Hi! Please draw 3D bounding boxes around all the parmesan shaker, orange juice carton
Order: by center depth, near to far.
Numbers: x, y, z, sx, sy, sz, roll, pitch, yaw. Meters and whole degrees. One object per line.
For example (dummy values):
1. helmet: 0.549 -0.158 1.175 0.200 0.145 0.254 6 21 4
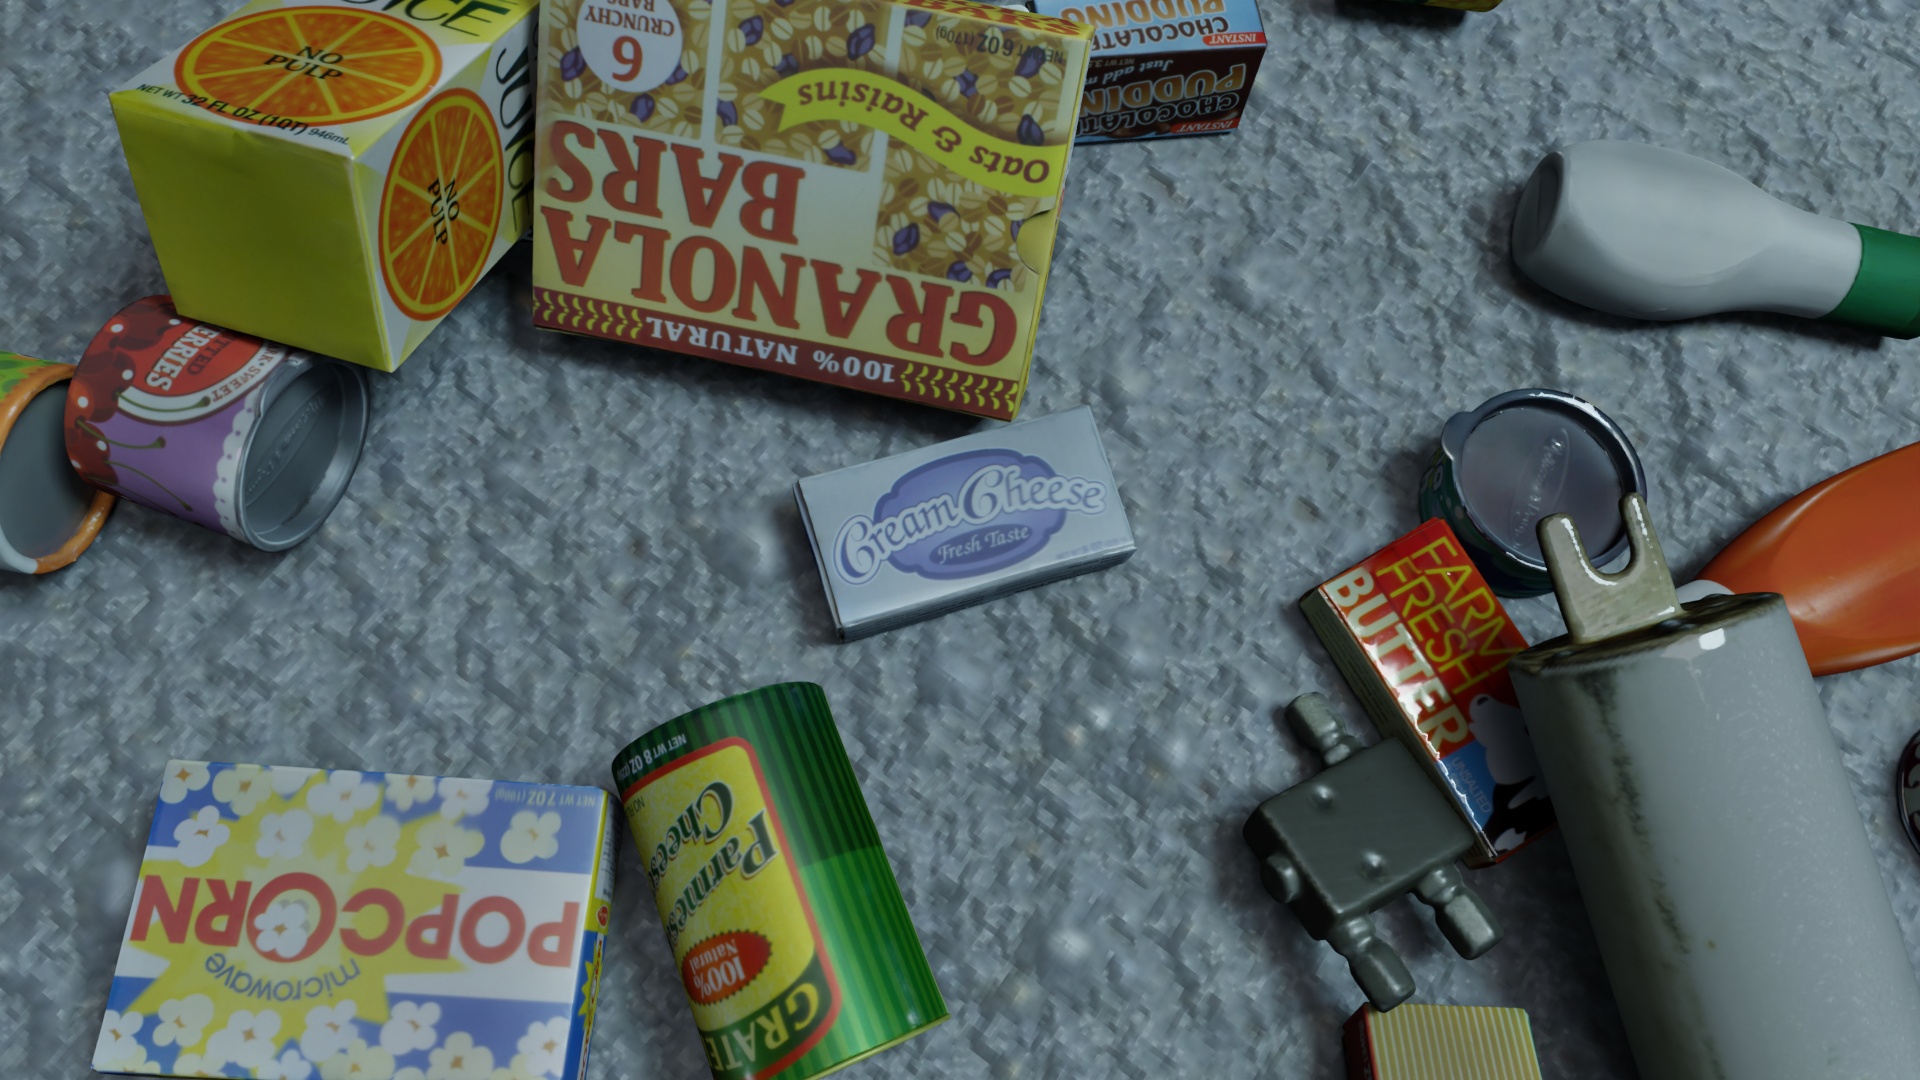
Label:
1. parmesan shaker: -0.055 0.101 0.398 0.071 0.071 0.103 -21 73 -11
2. orange juice carton: -0.170 -0.145 0.449 0.072 0.072 0.194 16 45 5

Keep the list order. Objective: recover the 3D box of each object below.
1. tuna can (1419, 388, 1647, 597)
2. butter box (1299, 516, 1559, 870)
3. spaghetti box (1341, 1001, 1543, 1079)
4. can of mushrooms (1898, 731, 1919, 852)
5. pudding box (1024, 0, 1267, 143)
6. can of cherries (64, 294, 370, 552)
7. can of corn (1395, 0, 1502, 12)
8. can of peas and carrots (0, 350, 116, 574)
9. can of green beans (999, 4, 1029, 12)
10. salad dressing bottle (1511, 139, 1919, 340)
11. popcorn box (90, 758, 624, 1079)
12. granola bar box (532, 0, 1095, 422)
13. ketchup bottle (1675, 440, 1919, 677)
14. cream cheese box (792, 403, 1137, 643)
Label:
1. tuna can: 0.191 -0.017 0.473 0.071 0.032 0.071 1 71 -4
2. butter box: 0.161 0.048 0.452 0.053 0.024 0.103 -26 75 -13
3. spaghetti box: 0.138 0.238 0.337 0.050 0.028 0.251 2 50 0
4. can of mushrooms: 0.347 0.087 0.448 0.071 0.033 0.071 2 70 -5
5. pudding box: 0.064 -0.173 0.509 0.084 0.049 0.030 -5 69 -7
6. can of cherries: -0.228 -0.038 0.429 0.058 0.071 0.072 20 71 3
7. can of corn: 0.182 -0.240 0.531 0.058 0.071 0.071 6 71 -3
8. can of peas and carrots: -0.300 -0.028 0.424 0.059 0.070 0.071 11 71 -1
9. can of green beans: -0.004 -0.152 0.488 0.058 0.071 0.071 -7 72 -7
10. salad dressing bottle: 0.281 -0.106 0.506 0.148 0.043 0.064 12 69 -1
11. popcorn box: -0.167 0.111 0.398 0.127 0.038 0.085 4 71 -3
12. granola bar box: -0.050 -0.115 0.444 0.166 0.123 0.039 11 27 2
13. ketchup bottle: 0.284 0.017 0.463 0.149 0.043 0.065 -21 73 -11
14. cream cheese box: 0.002 -0.006 0.459 0.104 0.024 0.053 -15 72 -9
